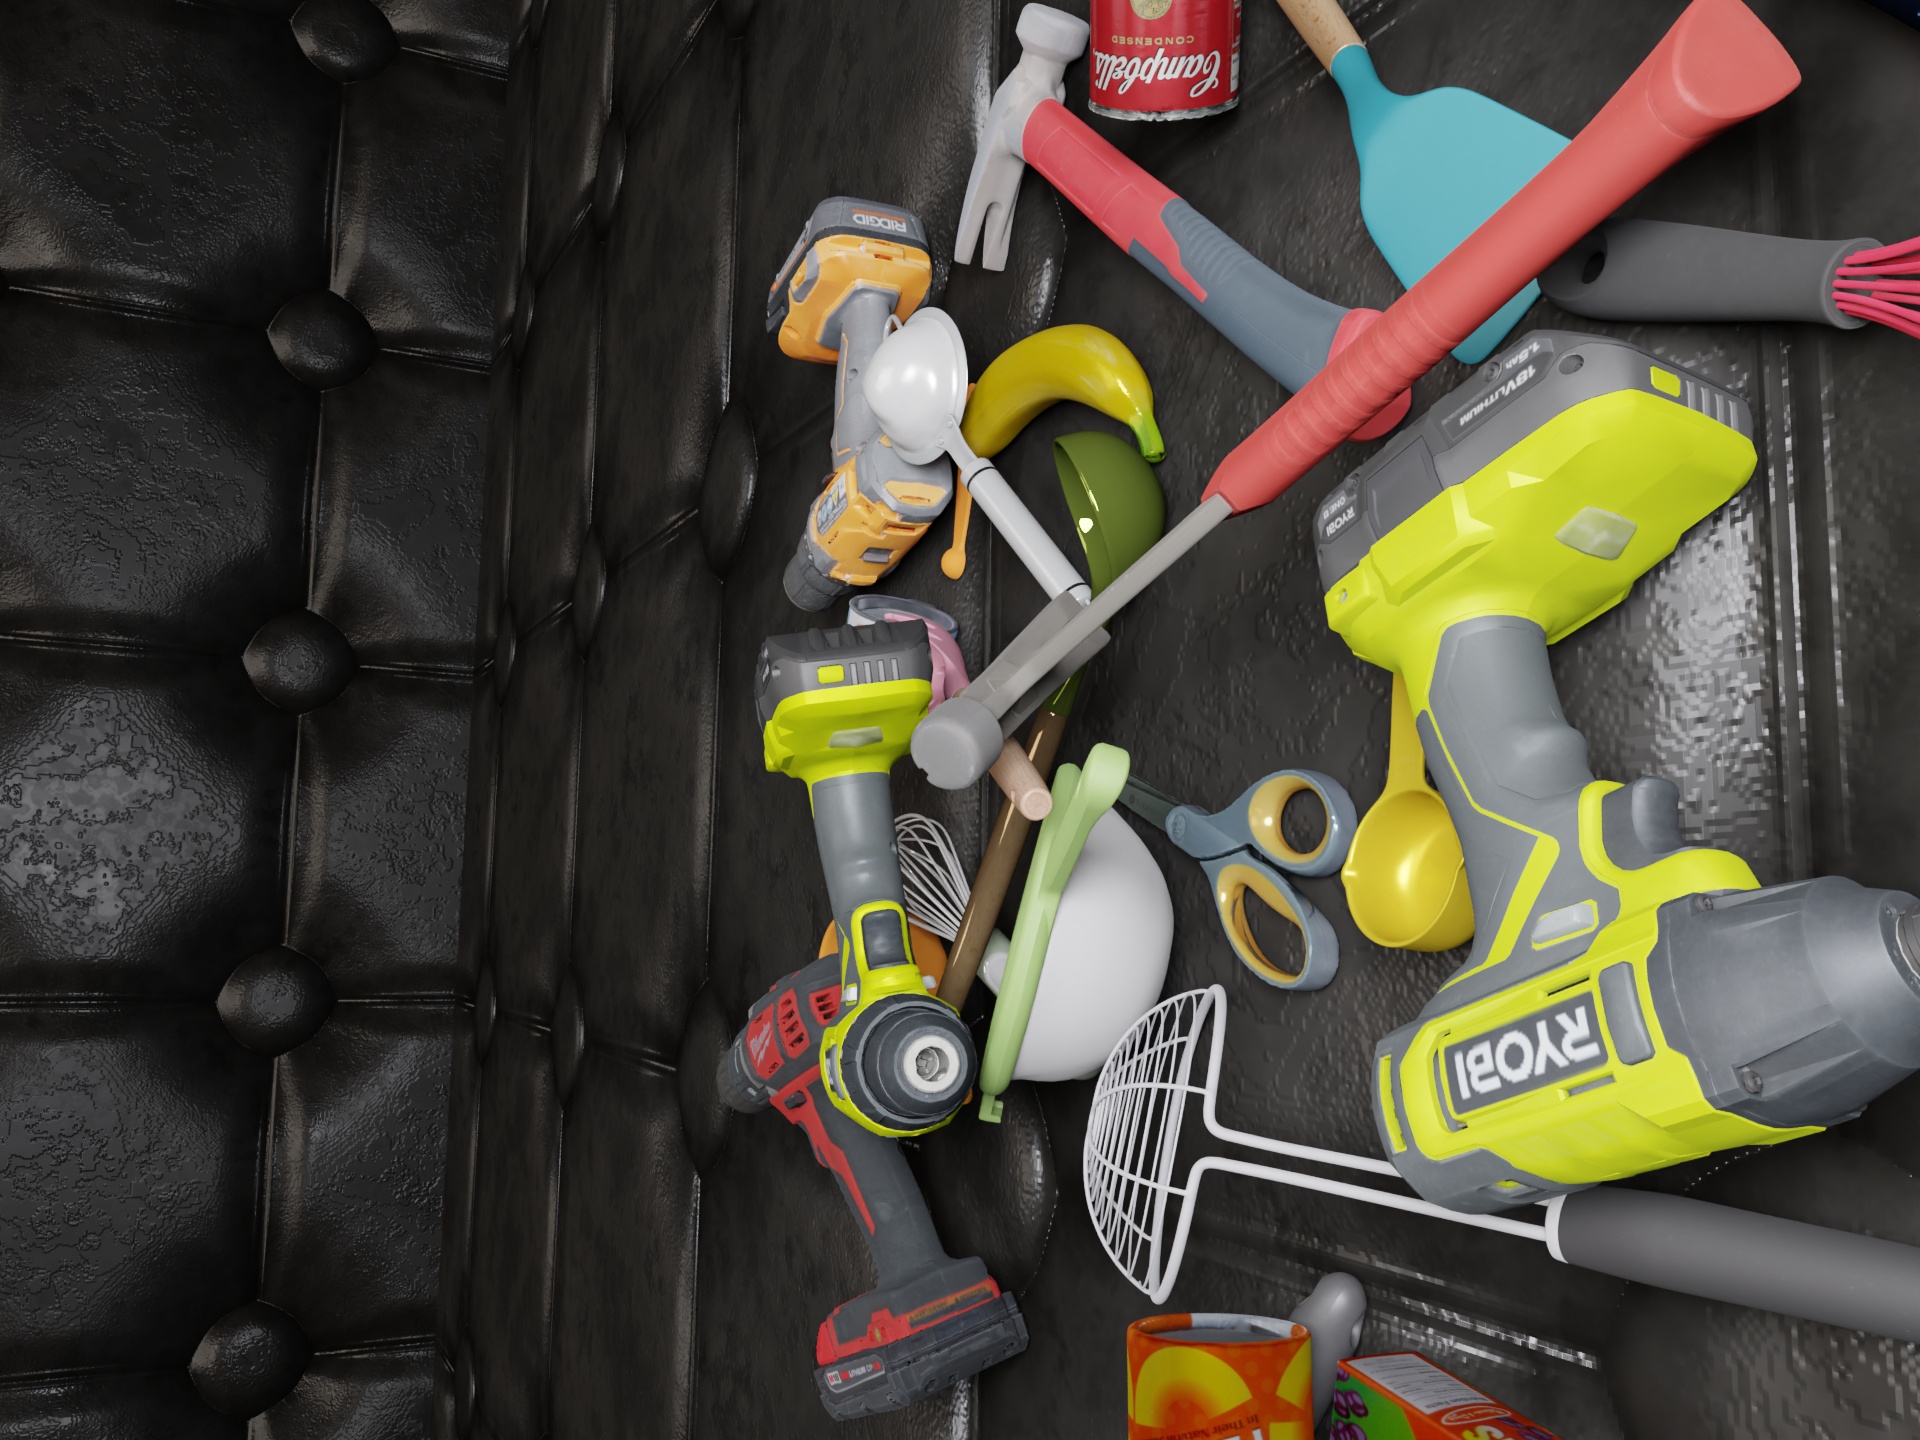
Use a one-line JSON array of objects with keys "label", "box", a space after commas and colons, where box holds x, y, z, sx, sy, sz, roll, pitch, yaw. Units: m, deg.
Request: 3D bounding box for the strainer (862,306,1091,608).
[{"label": "strainer", "box": [0.005, -0.137, 0.849, 0.259, 0.050, 0.086, 55, 134, 28]}]

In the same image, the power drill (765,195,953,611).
[{"label": "power drill", "box": [-0.074, -0.192, 1.023, 0.185, 0.084, 0.226, 141, 127, -57]}]

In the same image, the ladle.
[{"label": "ladle", "box": [0.026, 0.016, 0.776, 0.078, 0.062, 0.320, -114, 42, -71]}]

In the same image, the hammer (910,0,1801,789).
[{"label": "hammer", "box": [0.120, -0.101, 0.555, 0.036, 0.149, 0.359, 47, 130, -1]}]

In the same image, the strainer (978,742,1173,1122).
[{"label": "strainer", "box": [0.062, 0.076, 0.661, 0.256, 0.069, 0.152, 102, -177, -64]}]

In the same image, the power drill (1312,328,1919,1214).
[{"label": "power drill", "box": [0.180, 0.009, 0.448, 0.171, 0.080, 0.223, -42, 42, 49]}]

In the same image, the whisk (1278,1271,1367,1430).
[{"label": "whisk", "box": [0.104, 0.310, 0.624, 0.055, 0.055, 0.239, 51, 127, 54]}]

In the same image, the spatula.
[{"label": "spatula", "box": [0.156, -0.272, 0.640, 0.082, 0.044, 0.318, 120, 149, -41]}]

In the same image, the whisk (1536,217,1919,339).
[{"label": "whisk", "box": [0.243, -0.110, 0.402, 0.296, 0.073, 0.073, -136, 55, -65]}]

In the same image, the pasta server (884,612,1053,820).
[{"label": "pasta server", "box": [-0.001, -0.002, 0.757, 0.316, 0.040, 0.060, -123, 31, -74]}]

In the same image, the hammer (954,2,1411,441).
[{"label": "hammer", "box": [0.088, -0.216, 0.749, 0.387, 0.038, 0.143, -119, 40, -48]}]

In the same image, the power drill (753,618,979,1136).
[{"label": "power drill", "box": [-0.039, 0.075, 0.727, 0.190, 0.080, 0.229, 128, 134, -75]}]

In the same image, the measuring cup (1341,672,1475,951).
[{"label": "measuring cup", "box": [0.171, 0.007, 0.570, 0.062, 0.029, 0.157, -24, 53, 61]}]

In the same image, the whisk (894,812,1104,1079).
[{"label": "whisk", "box": [0.008, 0.116, 0.851, 0.058, 0.059, 0.247, -53, 36, 3]}]

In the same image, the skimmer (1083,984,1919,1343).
[{"label": "skimmer", "box": [0.166, 0.161, 0.537, 0.363, 0.090, 0.127, -6, 66, 53]}]

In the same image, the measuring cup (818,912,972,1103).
[{"label": "measuring cup", "box": [-0.021, 0.168, 0.896, 0.174, 0.052, 0.095, 30, 115, 54]}]

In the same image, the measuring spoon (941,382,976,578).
[{"label": "measuring spoon", "box": [-0.001, -0.142, 0.945, 0.021, 0.011, 0.117, 9, 94, 64]}]

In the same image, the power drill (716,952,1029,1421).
[{"label": "power drill", "box": [-0.066, 0.254, 0.874, 0.188, 0.080, 0.227, -45, 62, 53]}]

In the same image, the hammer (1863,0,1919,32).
[{"label": "hammer", "box": [0.213, -0.288, 0.510, 0.144, 0.035, 0.406, -64, 33, 36]}]
